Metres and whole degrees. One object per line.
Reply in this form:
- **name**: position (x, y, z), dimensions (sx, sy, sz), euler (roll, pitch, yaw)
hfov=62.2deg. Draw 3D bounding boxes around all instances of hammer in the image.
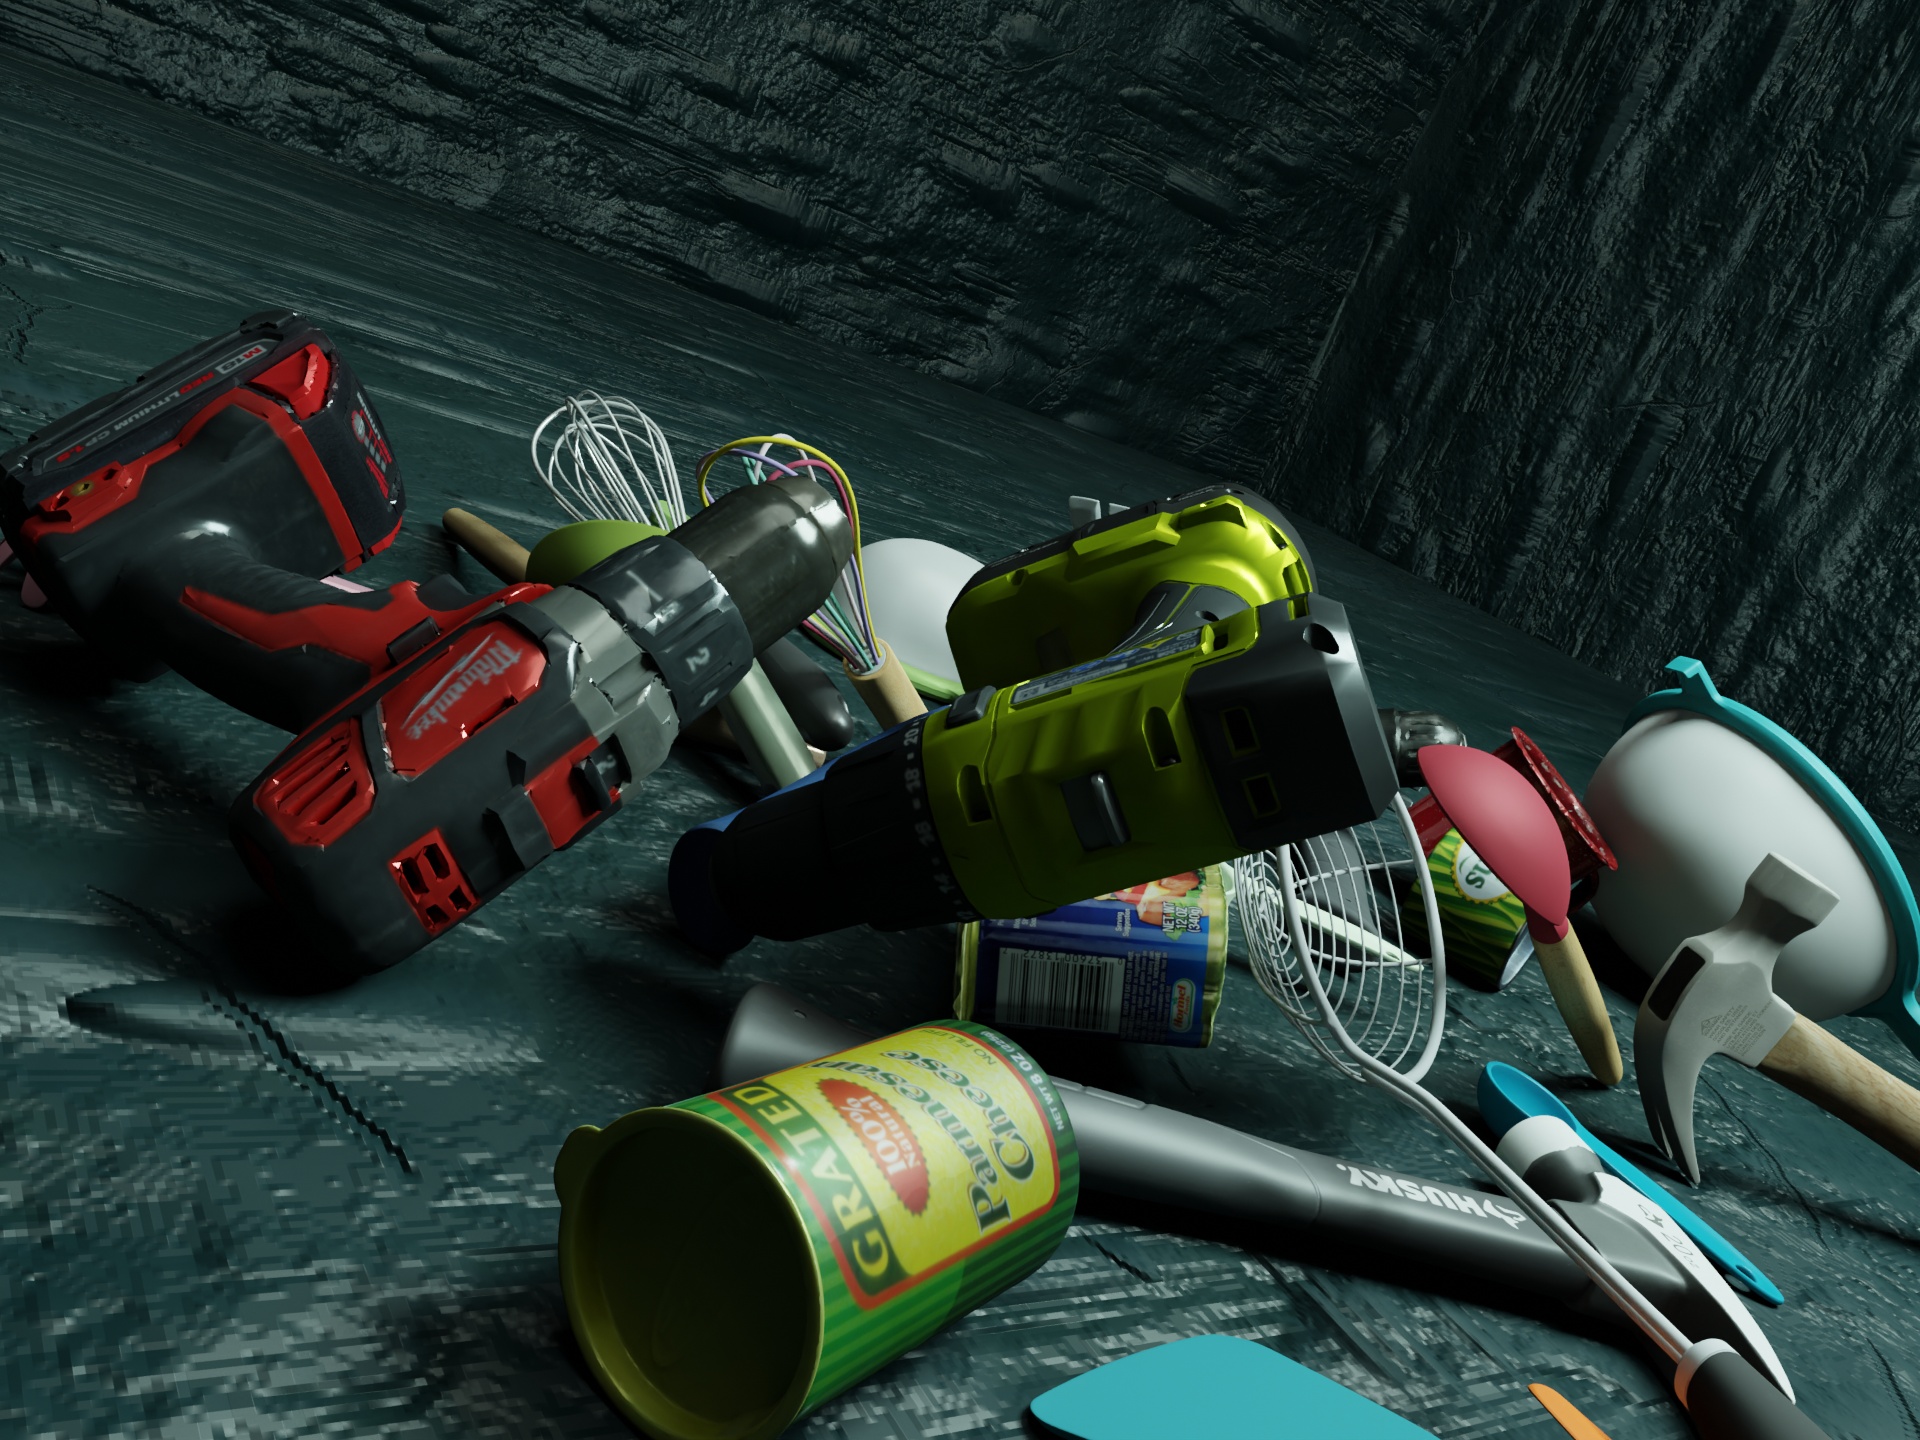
- **hammer**: position (0.086, 0.136, 0.464), dimensions (0.334, 0.035, 0.146), euler (18, 16, -18)
- **hammer**: position (0.210, 0.057, 0.912), dimensions (0.149, 0.036, 0.409), euler (25, 16, 4)
- **hammer**: position (-0.001, -0.002, 0.672), dimensions (0.035, 0.144, 0.405), euler (14, 19, 18)
- **hammer**: position (0.423, 0.186, 0.680), dimensions (0.331, 0.130, 0.031), euler (31, 13, -14)

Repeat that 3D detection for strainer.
- **strainer**: position (0.448, 0.142, 0.866), dimensions (0.341, 0.095, 0.210), euler (58, -8, 27)
- **strainer**: position (-0.063, -0.090, 0.938), dimensions (0.256, 0.069, 0.151), euler (27, 16, 8)

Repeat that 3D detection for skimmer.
- **skimmer**: position (0.179, 0.113, 0.431), dimensions (0.127, 0.090, 0.364), euler (49, 0, -31)

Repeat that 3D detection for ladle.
- **ladle**: position (0.228, 0.090, 0.608), dimensions (0.315, 0.031, 0.069), euler (47, 18, -50)
- **ladle**: position (-0.174, -0.070, 0.667), dimensions (0.078, 0.062, 0.320), euler (31, -2, -32)

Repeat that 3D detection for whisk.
- **whisk**: position (-0.100, -0.038, 0.736), dimensions (0.055, 0.055, 0.239), euler (14, 16, -32)
- **whisk**: position (-0.041, -0.036, 0.640), dimensions (0.051, 0.047, 0.244), euler (50, -6, 32)
- **whisk**: position (-0.117, -0.052, 0.670), dimensions (0.059, 0.057, 0.247), euler (-23, 61, -20)

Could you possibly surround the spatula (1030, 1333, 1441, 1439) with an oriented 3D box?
- **spatula**: position (0.143, 0.223, 0.287), dimensions (0.082, 0.044, 0.318), euler (7, 27, -48)

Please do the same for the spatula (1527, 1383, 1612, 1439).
- **spatula**: position (0.273, 0.225, 0.430), dimensions (0.322, 0.041, 0.081), euler (15, 17, -30)

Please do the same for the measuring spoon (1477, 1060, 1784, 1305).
- **measuring spoon**: position (0.248, 0.179, 0.602), dimensions (0.129, 0.021, 0.042), euler (39, 19, 20)

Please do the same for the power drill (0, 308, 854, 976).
- **power drill**: position (-0.162, -0.044, 0.479), dimensions (0.227, 0.080, 0.188), euler (33, 60, 32)

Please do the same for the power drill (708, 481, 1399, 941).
- **power drill**: position (0.034, -0.004, 0.512), dimensions (0.190, 0.080, 0.228), euler (-17, 13, 16)

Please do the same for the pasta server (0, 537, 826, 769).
- **pasta server**: position (-0.195, -0.024, 0.617), dimensions (0.316, 0.040, 0.060), euler (20, 15, -28)

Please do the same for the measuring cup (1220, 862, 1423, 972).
- **measuring cup**: position (0.116, 0.086, 0.674), dimensions (0.167, 0.038, 0.083), euler (23, 15, -7)
